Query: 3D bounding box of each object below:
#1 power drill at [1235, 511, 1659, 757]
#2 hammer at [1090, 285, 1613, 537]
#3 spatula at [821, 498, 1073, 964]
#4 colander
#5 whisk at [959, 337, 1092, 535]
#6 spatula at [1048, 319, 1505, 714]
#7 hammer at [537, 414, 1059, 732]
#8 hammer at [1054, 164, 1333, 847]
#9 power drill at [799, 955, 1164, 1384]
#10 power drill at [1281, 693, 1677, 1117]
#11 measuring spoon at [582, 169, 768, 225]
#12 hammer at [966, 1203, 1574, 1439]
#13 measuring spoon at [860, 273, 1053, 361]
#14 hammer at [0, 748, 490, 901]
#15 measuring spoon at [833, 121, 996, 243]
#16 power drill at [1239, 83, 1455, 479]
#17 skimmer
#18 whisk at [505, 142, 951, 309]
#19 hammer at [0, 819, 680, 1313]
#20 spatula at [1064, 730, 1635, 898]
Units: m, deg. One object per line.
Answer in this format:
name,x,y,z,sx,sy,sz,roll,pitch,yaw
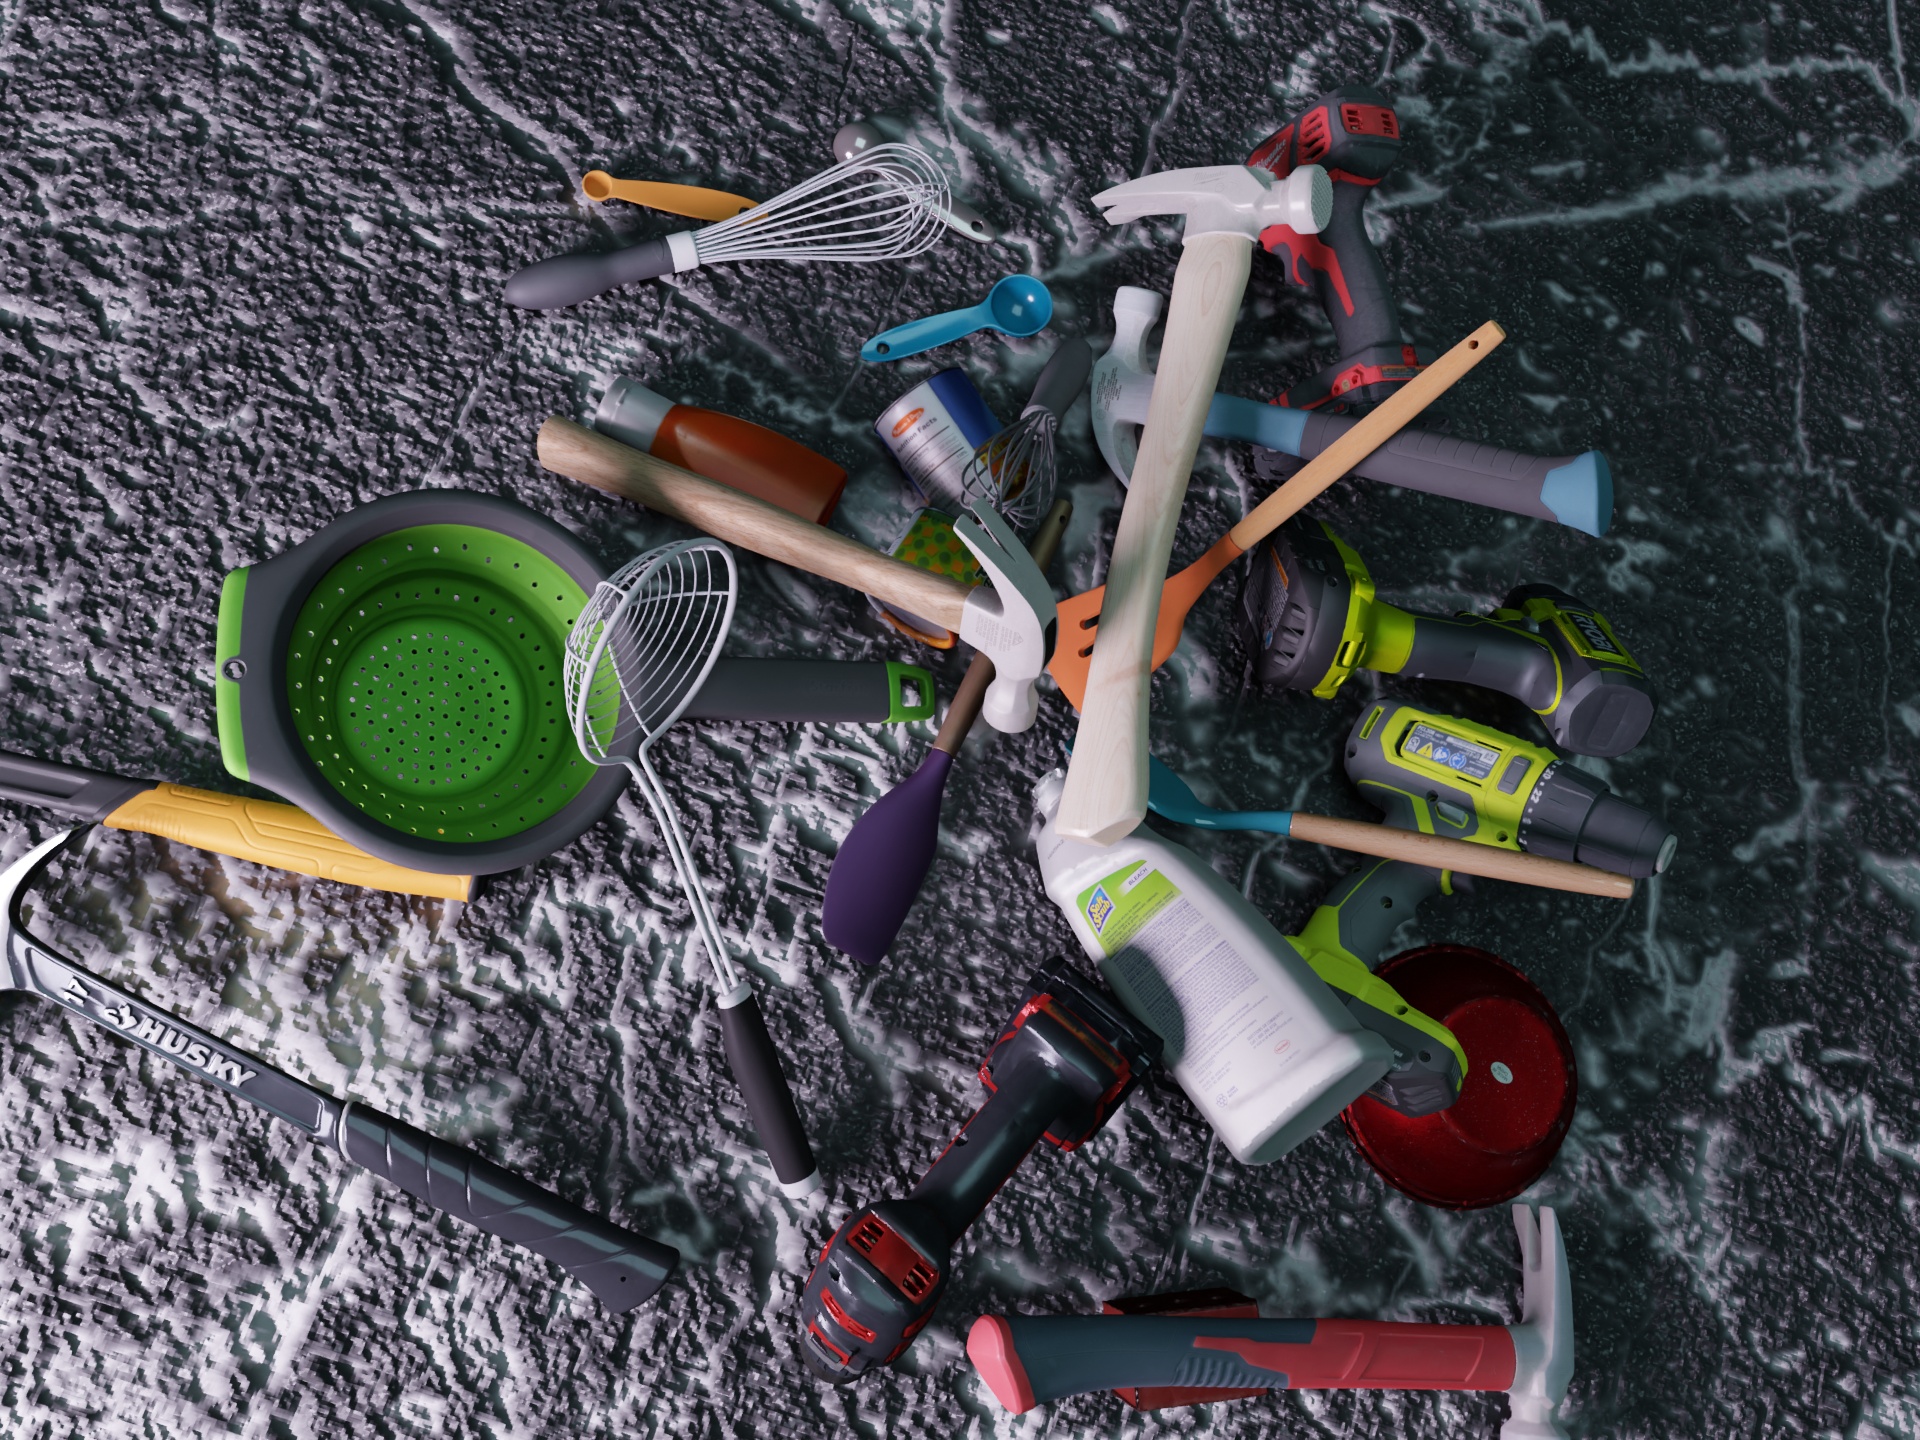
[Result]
power drill,0.291,-0.057,0.975,0.223,0.171,0.080,12,118,-6
hammer,0.216,-0.166,0.930,0.331,0.033,0.128,21,105,35
spatula,-0.002,-0.003,0.961,0.059,0.018,0.316,35,71,-26
colander,-0.206,-0.013,0.900,0.397,0.094,0.204,1,79,-29
whisk,0.048,-0.175,0.945,0.055,0.055,0.239,29,38,-4
spatula,0.174,-0.118,0.918,0.041,0.322,0.081,-5,60,-54
hammer,-0.097,-0.105,0.904,0.331,0.130,0.031,23,46,14
hammer,0.106,-0.131,0.924,0.146,0.038,0.411,7,78,32
power drill,-0.002,0.251,0.845,0.080,0.187,0.227,38,55,12
power drill,0.282,0.107,0.925,0.191,0.080,0.228,24,72,34
measuring spoon,-0.180,-0.329,1.008,0.117,0.011,0.021,6,78,-13
hammer,0.182,0.326,0.862,0.386,0.038,0.143,12,72,-25
measuring spoon,-0.003,-0.251,1.024,0.128,0.021,0.042,-18,82,-5
hammer,-0.426,0.057,0.858,0.336,0.034,0.127,12,75,-8
measuring spoon,-0.027,-0.351,1.037,0.124,0.018,0.034,33,73,-3
power drill,0.228,-0.271,1.011,0.078,0.143,0.220,-6,83,-30
skimmer,-0.116,0.087,0.833,0.127,0.090,0.363,-37,113,-58
whisk,-0.141,-0.300,0.987,0.284,0.070,0.070,-16,81,-10
hammer,-0.334,0.200,0.831,0.409,0.036,0.149,29,93,-7
spatula,0.216,0.054,0.906,0.317,0.082,0.044,10,105,20
